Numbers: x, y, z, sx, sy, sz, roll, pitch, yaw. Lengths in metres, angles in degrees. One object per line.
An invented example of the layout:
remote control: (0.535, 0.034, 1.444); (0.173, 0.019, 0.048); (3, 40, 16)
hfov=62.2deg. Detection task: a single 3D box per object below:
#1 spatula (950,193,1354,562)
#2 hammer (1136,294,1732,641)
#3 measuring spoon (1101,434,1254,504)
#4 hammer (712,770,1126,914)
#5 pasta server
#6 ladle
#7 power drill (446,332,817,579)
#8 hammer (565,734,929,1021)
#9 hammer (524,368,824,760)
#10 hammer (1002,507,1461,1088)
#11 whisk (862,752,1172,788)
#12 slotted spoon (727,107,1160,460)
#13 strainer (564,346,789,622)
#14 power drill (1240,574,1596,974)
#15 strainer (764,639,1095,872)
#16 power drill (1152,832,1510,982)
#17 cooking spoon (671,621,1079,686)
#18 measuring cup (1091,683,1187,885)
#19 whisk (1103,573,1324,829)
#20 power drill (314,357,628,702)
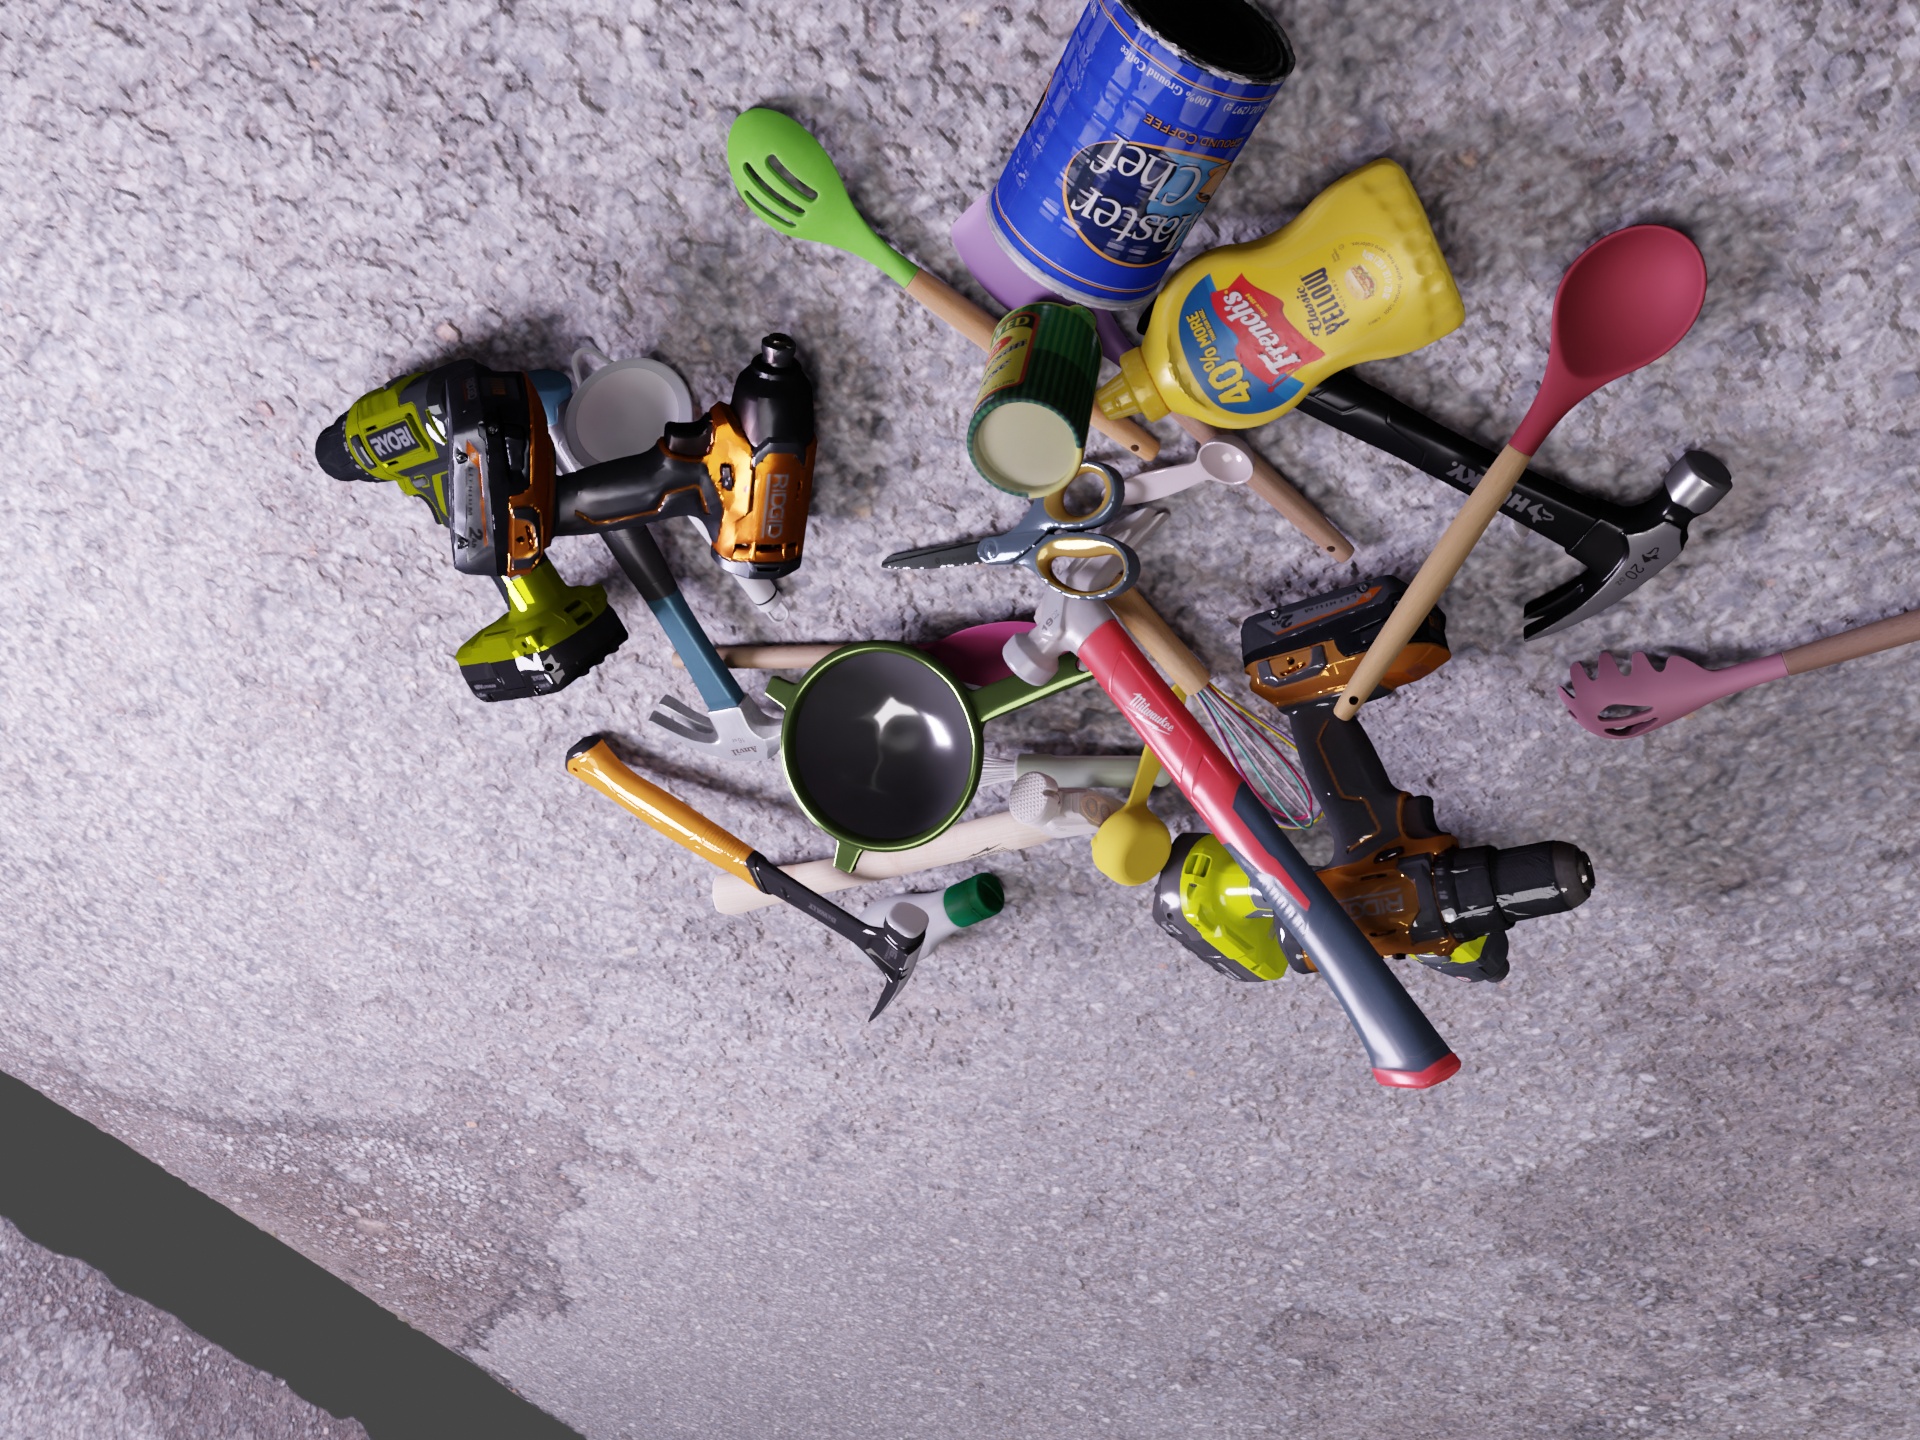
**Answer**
spatula: (0.120, -0.195, 0.946); (0.315, 0.018, 0.060); (37, 144, -16)
hammer: (0.255, -0.161, 0.919); (0.334, 0.035, 0.146); (26, 135, -5)
measuring spoon: (0.131, -0.152, 0.972); (0.034, 0.018, 0.124); (43, 151, -26)
hammer: (-0.045, 0.114, 1.279); (0.410, 0.038, 0.146); (-16, 153, 39)
pasta server: (0.518, -0.047, 0.944); (0.316, 0.040, 0.060); (-20, 124, 29)
ladle: (0.295, -0.126, 0.878); (0.069, 0.031, 0.315); (31, 116, 4)
power drill: (-0.200, -0.167, 0.993); (0.226, 0.084, 0.164); (-3, 130, -20)
hammer: (-0.181, 0.115, 1.285); (0.337, 0.034, 0.127); (31, 135, 12)
hammer: (-0.219, -0.102, 1.133); (0.128, 0.033, 0.330); (-10, 124, 27)
hammer: (0.176, 0.047, 0.957); (0.143, 0.038, 0.387); (-48, 62, 25)
whisk: (0.036, 0.036, 1.189); (0.246, 0.059, 0.057); (0, 170, 15)
slotted spoon: (-0.006, -0.246, 0.936); (0.313, 0.031, 0.070); (33, 143, -15)
strainer: (-0.188, -0.156, 1.081); (0.087, 0.050, 0.258); (-37, 128, -3)
power drill: (0.270, 0.030, 0.965); (0.185, 0.226, 0.084); (-16, 162, 32)
strainer: (-0.002, -0.004, 1.130); (0.256, 0.069, 0.151); (-22, 90, 15)
power drill: (0.263, 0.136, 1.125); (0.171, 0.080, 0.223); (39, 152, -31)
cooking spoon: (-0.069, -0.048, 1.159); (0.319, 0.017, 0.068); (-1, 140, 20)
measuring cup: (0.139, 0.048, 1.127); (0.062, 0.029, 0.156); (2, 115, -34)
whisk: (0.174, -0.007, 1.095); (0.047, 0.051, 0.244); (-24, 119, 43)
power drill: (-0.349, -0.130, 1.113); (0.190, 0.080, 0.228); (-6, 119, 41)
